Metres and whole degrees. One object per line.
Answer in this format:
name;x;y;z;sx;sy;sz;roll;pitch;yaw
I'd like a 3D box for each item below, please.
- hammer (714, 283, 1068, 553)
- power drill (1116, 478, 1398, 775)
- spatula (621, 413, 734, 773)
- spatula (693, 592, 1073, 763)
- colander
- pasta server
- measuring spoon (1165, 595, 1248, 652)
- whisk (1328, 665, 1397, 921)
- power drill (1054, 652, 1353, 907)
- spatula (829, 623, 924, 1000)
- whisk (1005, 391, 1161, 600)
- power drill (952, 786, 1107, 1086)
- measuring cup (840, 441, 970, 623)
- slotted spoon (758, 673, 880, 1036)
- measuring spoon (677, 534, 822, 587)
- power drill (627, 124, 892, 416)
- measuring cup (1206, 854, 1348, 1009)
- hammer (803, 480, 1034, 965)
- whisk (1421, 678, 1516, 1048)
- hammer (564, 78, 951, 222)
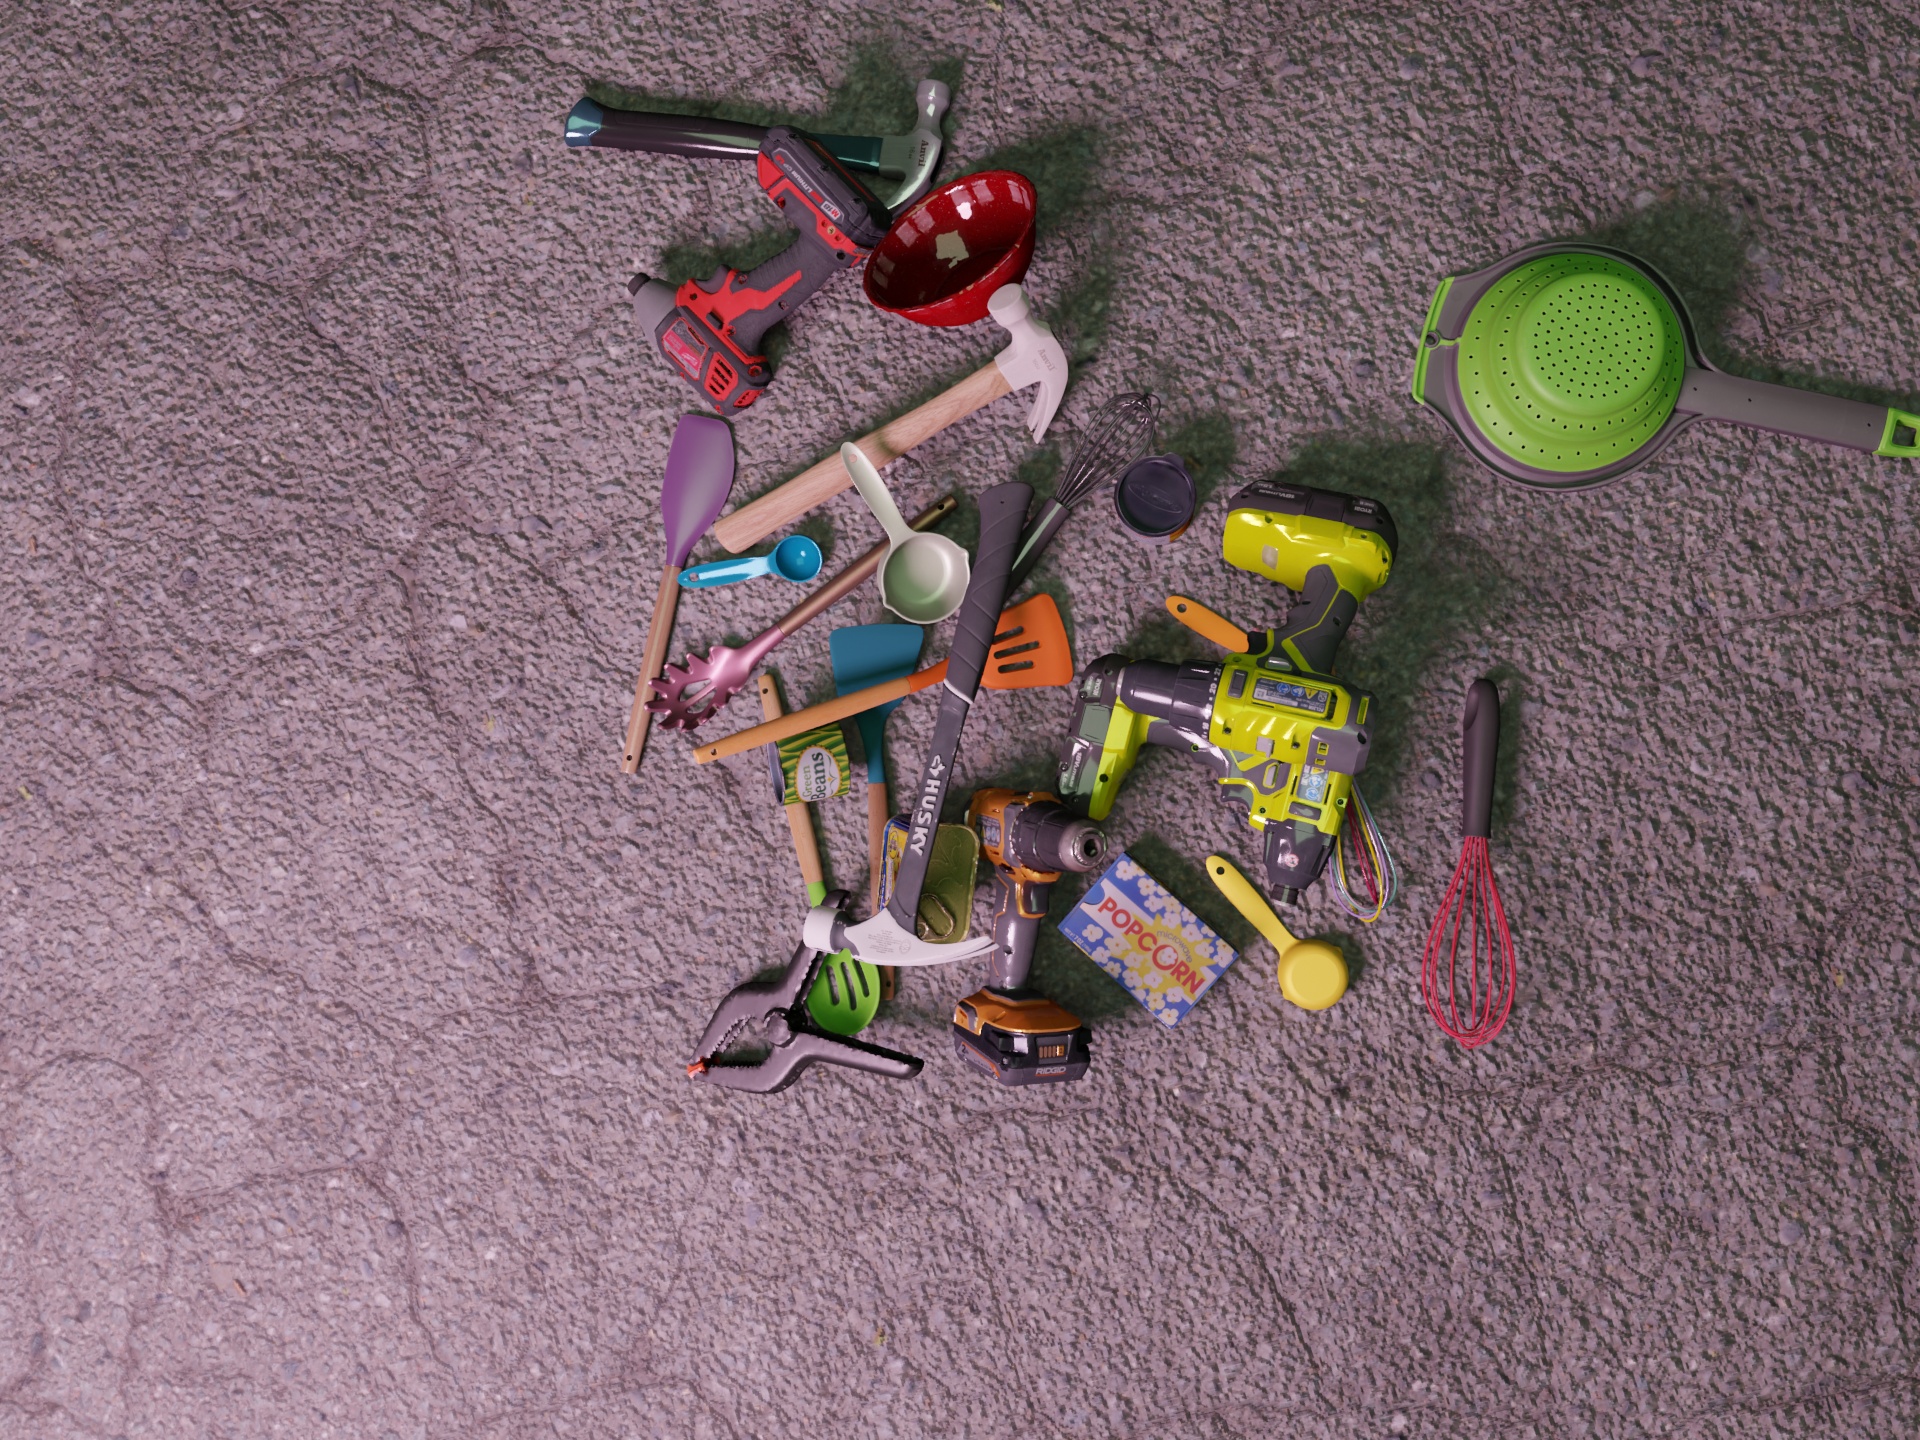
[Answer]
hammer;-0.060;-0.228;1.322;0.331;0.129;0.031;-28;45;16
power drill;0.236;-0.074;1.229;0.190;0.080;0.229;13;58;14
spatula;-0.251;-0.108;1.377;0.060;0.018;0.316;13;90;4
spatula;-0.062;-0.022;1.300;0.322;0.041;0.081;-20;102;-18
colander;0.563;-0.268;1.238;0.397;0.094;0.204;14;91;7
pasta server;-0.132;-0.094;1.352;0.316;0.040;0.060;-36;81;4
measuring spoon;0.221;-0.071;1.320;0.117;0.011;0.021;31;93;7
whisk;0.313;0.042;1.293;0.051;0.047;0.245;-10;85;8
power drill;0.197;0.042;1.273;0.223;0.080;0.171;15;89;15
spatula;-0.067;0.079;1.339;0.082;0.044;0.317;-3;91;-20
whisk;0.084;-0.177;1.323;0.055;0.055;0.239;39;98;6
power drill;0.059;0.169;1.256;0.084;0.185;0.226;1;92;-24
measuring cup;-0.055;-0.158;1.317;0.083;0.038;0.167;-33;107;-6
slotted spoon;-0.128;0.112;1.355;0.070;0.031;0.314;-16;85;18
measuring spoon;-0.180;-0.134;1.365;0.128;0.021;0.042;-9;111;7
power drill;-0.174;-0.378;1.325;0.143;0.078;0.219;45;109;1
measuring cup;0.256;0.172;1.303;0.062;0.029;0.156;-42;86;5
hammer;-0.002;-0.004;1.256;0.149;0.036;0.409;9;73;20
whisk;0.411;0.113;1.273;0.073;0.073;0.296;4;85;7
hammer;-0.178;-0.498;1.366;0.331;0.033;0.128;9;89;7
